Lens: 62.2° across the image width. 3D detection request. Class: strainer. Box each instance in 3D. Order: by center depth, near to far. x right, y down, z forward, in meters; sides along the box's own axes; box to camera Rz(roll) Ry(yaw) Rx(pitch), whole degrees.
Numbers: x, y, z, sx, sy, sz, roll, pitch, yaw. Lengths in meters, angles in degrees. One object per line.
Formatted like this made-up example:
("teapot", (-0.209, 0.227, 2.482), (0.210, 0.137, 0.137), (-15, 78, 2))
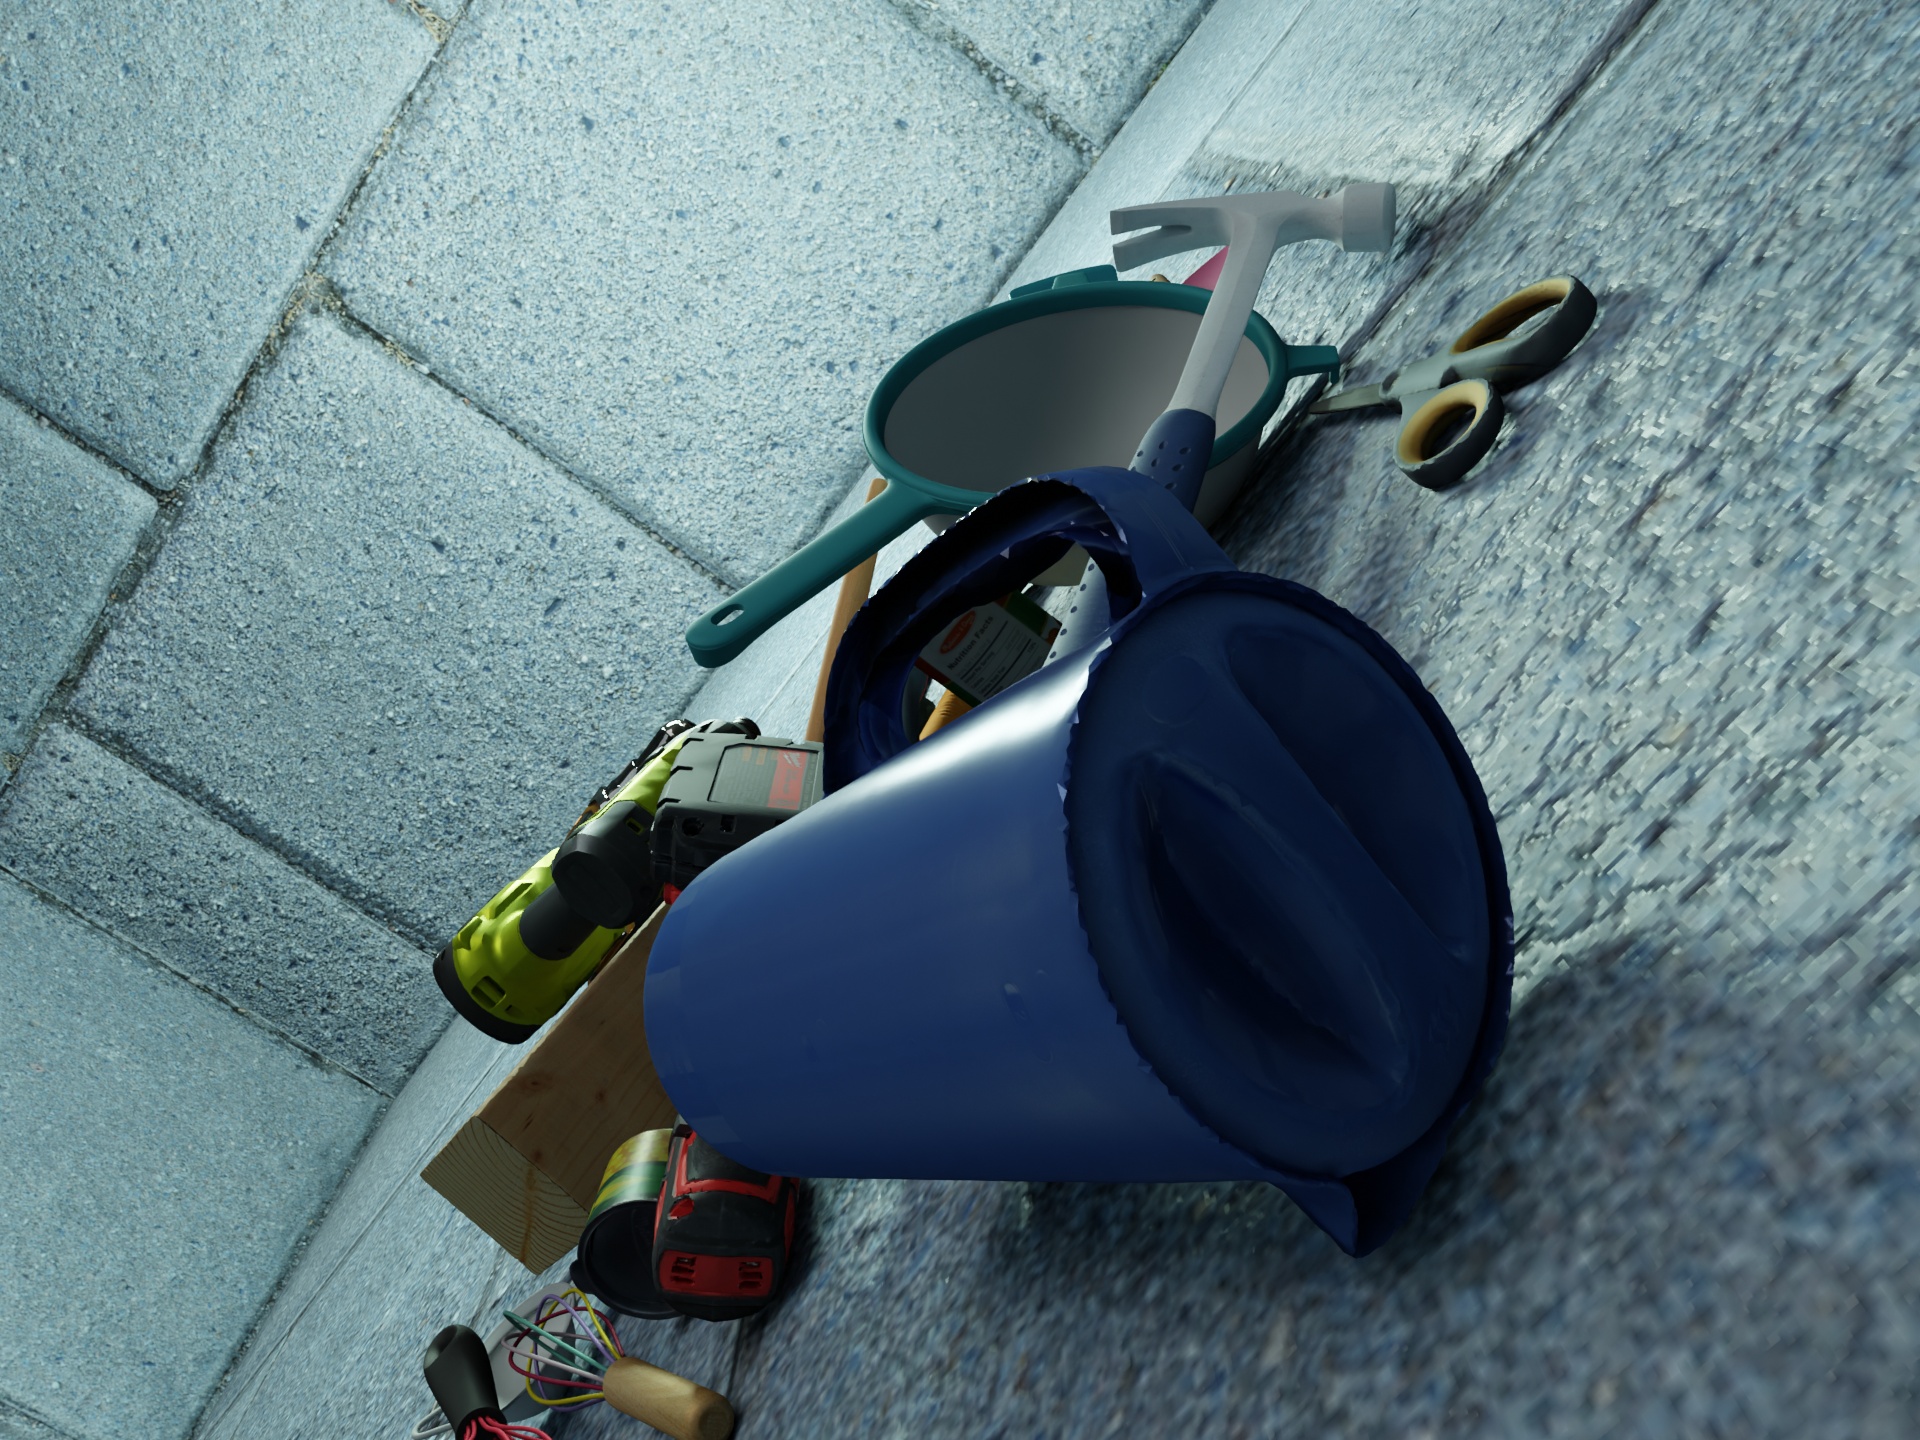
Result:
("strainer", (0.016, -0.098, 0.783), (0.340, 0.095, 0.211), (-37, 45, -23))
("strainer", (-0.185, 0.288, 0.846), (0.258, 0.050, 0.087), (-50, 20, -6))

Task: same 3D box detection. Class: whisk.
("whisk", (-0.155, 0.285, 0.704), (0.047, 0.051, 0.245), (-39, 10, -31))
("whisk", (-0.212, 0.326, 0.710), (0.073, 0.073, 0.296), (-58, 20, -15))

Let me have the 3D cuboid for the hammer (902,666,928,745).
("hammer", (-0.029, 0.031, 0.760), (0.387, 0.038, 0.143), (-94, 13, -66))

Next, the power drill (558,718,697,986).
("power drill", (-0.225, 0.111, 1.178), (0.185, 0.084, 0.226), (-53, 37, 4))

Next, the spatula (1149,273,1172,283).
("spatula", (0.152, -0.247, 1.010), (0.059, 0.018, 0.316), (-48, 20, 18))

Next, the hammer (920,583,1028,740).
("hammer", (-0.002, -0.003, 0.947), (0.127, 0.034, 0.337), (-43, 17, 46))

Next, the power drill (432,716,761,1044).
("power drill", (-0.211, 0.091, 0.955), (0.223, 0.080, 0.171), (-41, 7, 37))

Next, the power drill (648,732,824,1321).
("power drill", (-0.091, 0.124, 0.678), (0.143, 0.078, 0.219), (-96, 13, -72))

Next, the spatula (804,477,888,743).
("spatula", (-0.070, 0.003, 0.911), (0.081, 0.041, 0.323), (100, -179, -68))

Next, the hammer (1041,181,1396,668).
("hammer", (0.096, -0.135, 0.699), (0.144, 0.035, 0.406), (4, 43, 20))

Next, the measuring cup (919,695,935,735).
("measuring cup", (-0.049, -0.018, 1.146), (0.083, 0.038, 0.168), (-47, 17, 32))

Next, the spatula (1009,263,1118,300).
("spatula", (0.104, -0.243, 1.058), (0.082, 0.044, 0.318), (-16, 29, -2))

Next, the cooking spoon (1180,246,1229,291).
("cooking spoon", (0.108, -0.227, 1.102), (0.319, 0.017, 0.069), (-50, 23, -11))
